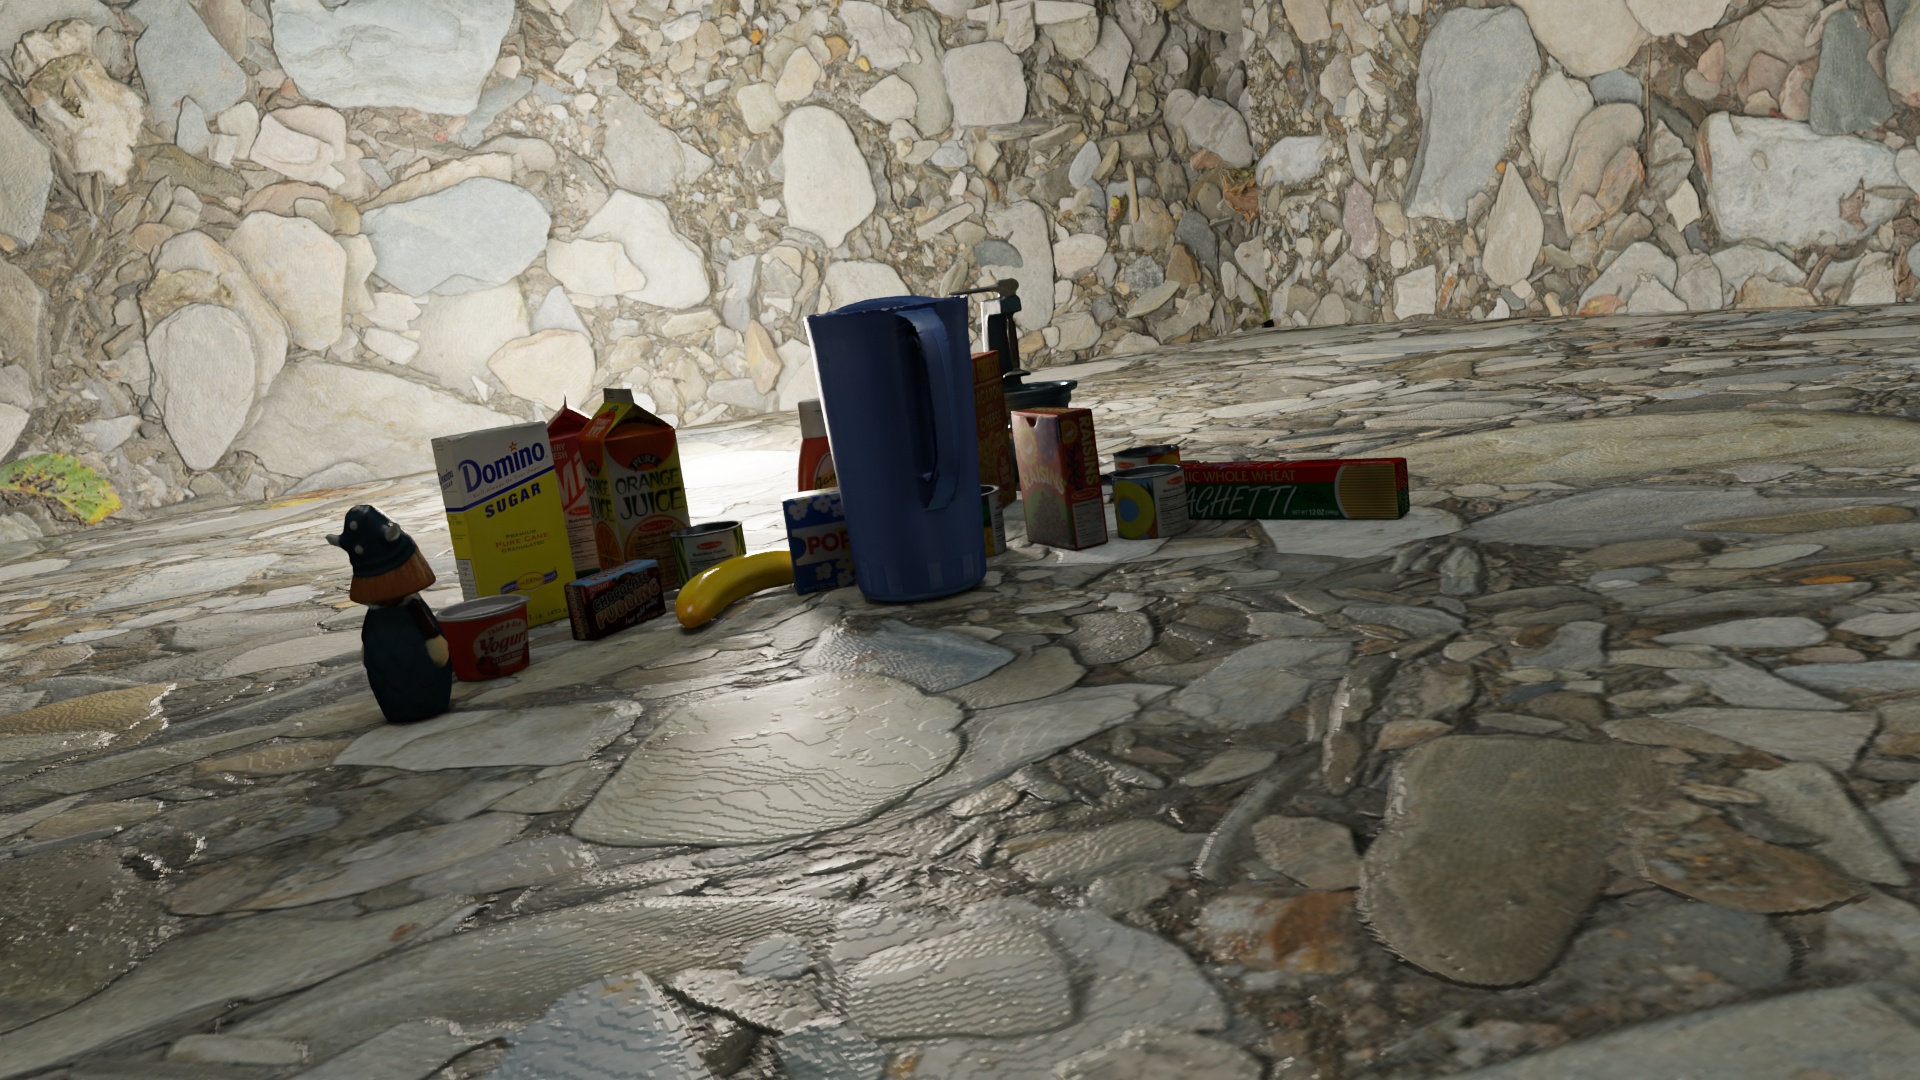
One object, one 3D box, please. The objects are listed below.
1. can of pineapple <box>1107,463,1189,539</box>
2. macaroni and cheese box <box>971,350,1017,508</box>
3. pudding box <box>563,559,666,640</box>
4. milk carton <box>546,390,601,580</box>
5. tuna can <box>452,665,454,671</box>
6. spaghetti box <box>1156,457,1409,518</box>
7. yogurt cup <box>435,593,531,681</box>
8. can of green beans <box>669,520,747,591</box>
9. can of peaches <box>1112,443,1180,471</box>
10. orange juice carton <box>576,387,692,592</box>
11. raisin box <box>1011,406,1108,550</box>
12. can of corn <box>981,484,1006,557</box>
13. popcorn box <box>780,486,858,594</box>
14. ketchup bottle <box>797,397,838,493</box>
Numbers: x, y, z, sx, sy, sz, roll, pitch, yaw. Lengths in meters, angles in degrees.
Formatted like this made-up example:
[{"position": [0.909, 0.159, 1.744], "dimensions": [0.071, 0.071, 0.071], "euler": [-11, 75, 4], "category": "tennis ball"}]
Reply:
[{"position": [0.171, -0.036, 1.259], "dimensions": [0.071, 0.057, 0.071], "euler": [-7, 11, 1], "category": "can of pineapple"}, {"position": [0.016, -0.112, 1.476], "dimensions": [0.040, 0.166, 0.124], "euler": [-4, 11, 19], "category": "macaroni and cheese box"}, {"position": [-0.289, 0.049, 1.165], "dimensions": [0.030, 0.049, 0.084], "euler": [-1, 13, 34], "category": "pudding box"}, {"position": [-0.380, -0.055, 1.392], "dimensions": [0.073, 0.190, 0.072], "euler": [-11, 11, -15], "category": "milk carton"}, {"position": [-0.426, 0.086, 1.110], "dimensions": [0.071, 0.032, 0.071], "euler": [-7, 11, 1], "category": "tuna can"}, {"position": [0.278, -0.046, 1.256], "dimensions": [0.250, 0.050, 0.029], "euler": [1, 13, 38], "category": "spaghetti box"}, {"position": [-0.365, 0.075, 1.070], "dimensions": [0.072, 0.054, 0.072], "euler": [-7, 11, 1], "category": "yogurt cup"}, {"position": [-0.227, 0.016, 1.268], "dimensions": [0.071, 0.057, 0.071], "euler": [-7, 11, 1], "category": "can of green beans"}, {"position": [0.189, -0.062, 1.381], "dimensions": [0.071, 0.058, 0.071], "euler": [-7, 11, 1], "category": "can of peaches"}, {"position": [-0.305, -0.048, 1.299], "dimensions": [0.073, 0.192, 0.072], "euler": [-14, 12, -32], "category": "orange juice carton"}, {"position": [0.088, -0.058, 1.257], "dimensions": [0.040, 0.123, 0.086], "euler": [-13, 11, -25], "category": "raisin box"}, {"position": [0.005, -0.016, 1.272], "dimensions": [0.071, 0.058, 0.071], "euler": [-7, 11, 1], "category": "can of corn"}, {"position": [-0.089, -0.007, 1.217], "dimensions": [0.127, 0.085, 0.038], "euler": [-10, 11, -12], "category": "popcorn box"}, {"position": [-0.138, -0.071, 1.417], "dimensions": [0.065, 0.148, 0.043], "euler": [-13, 11, -26], "category": "ketchup bottle"}]
